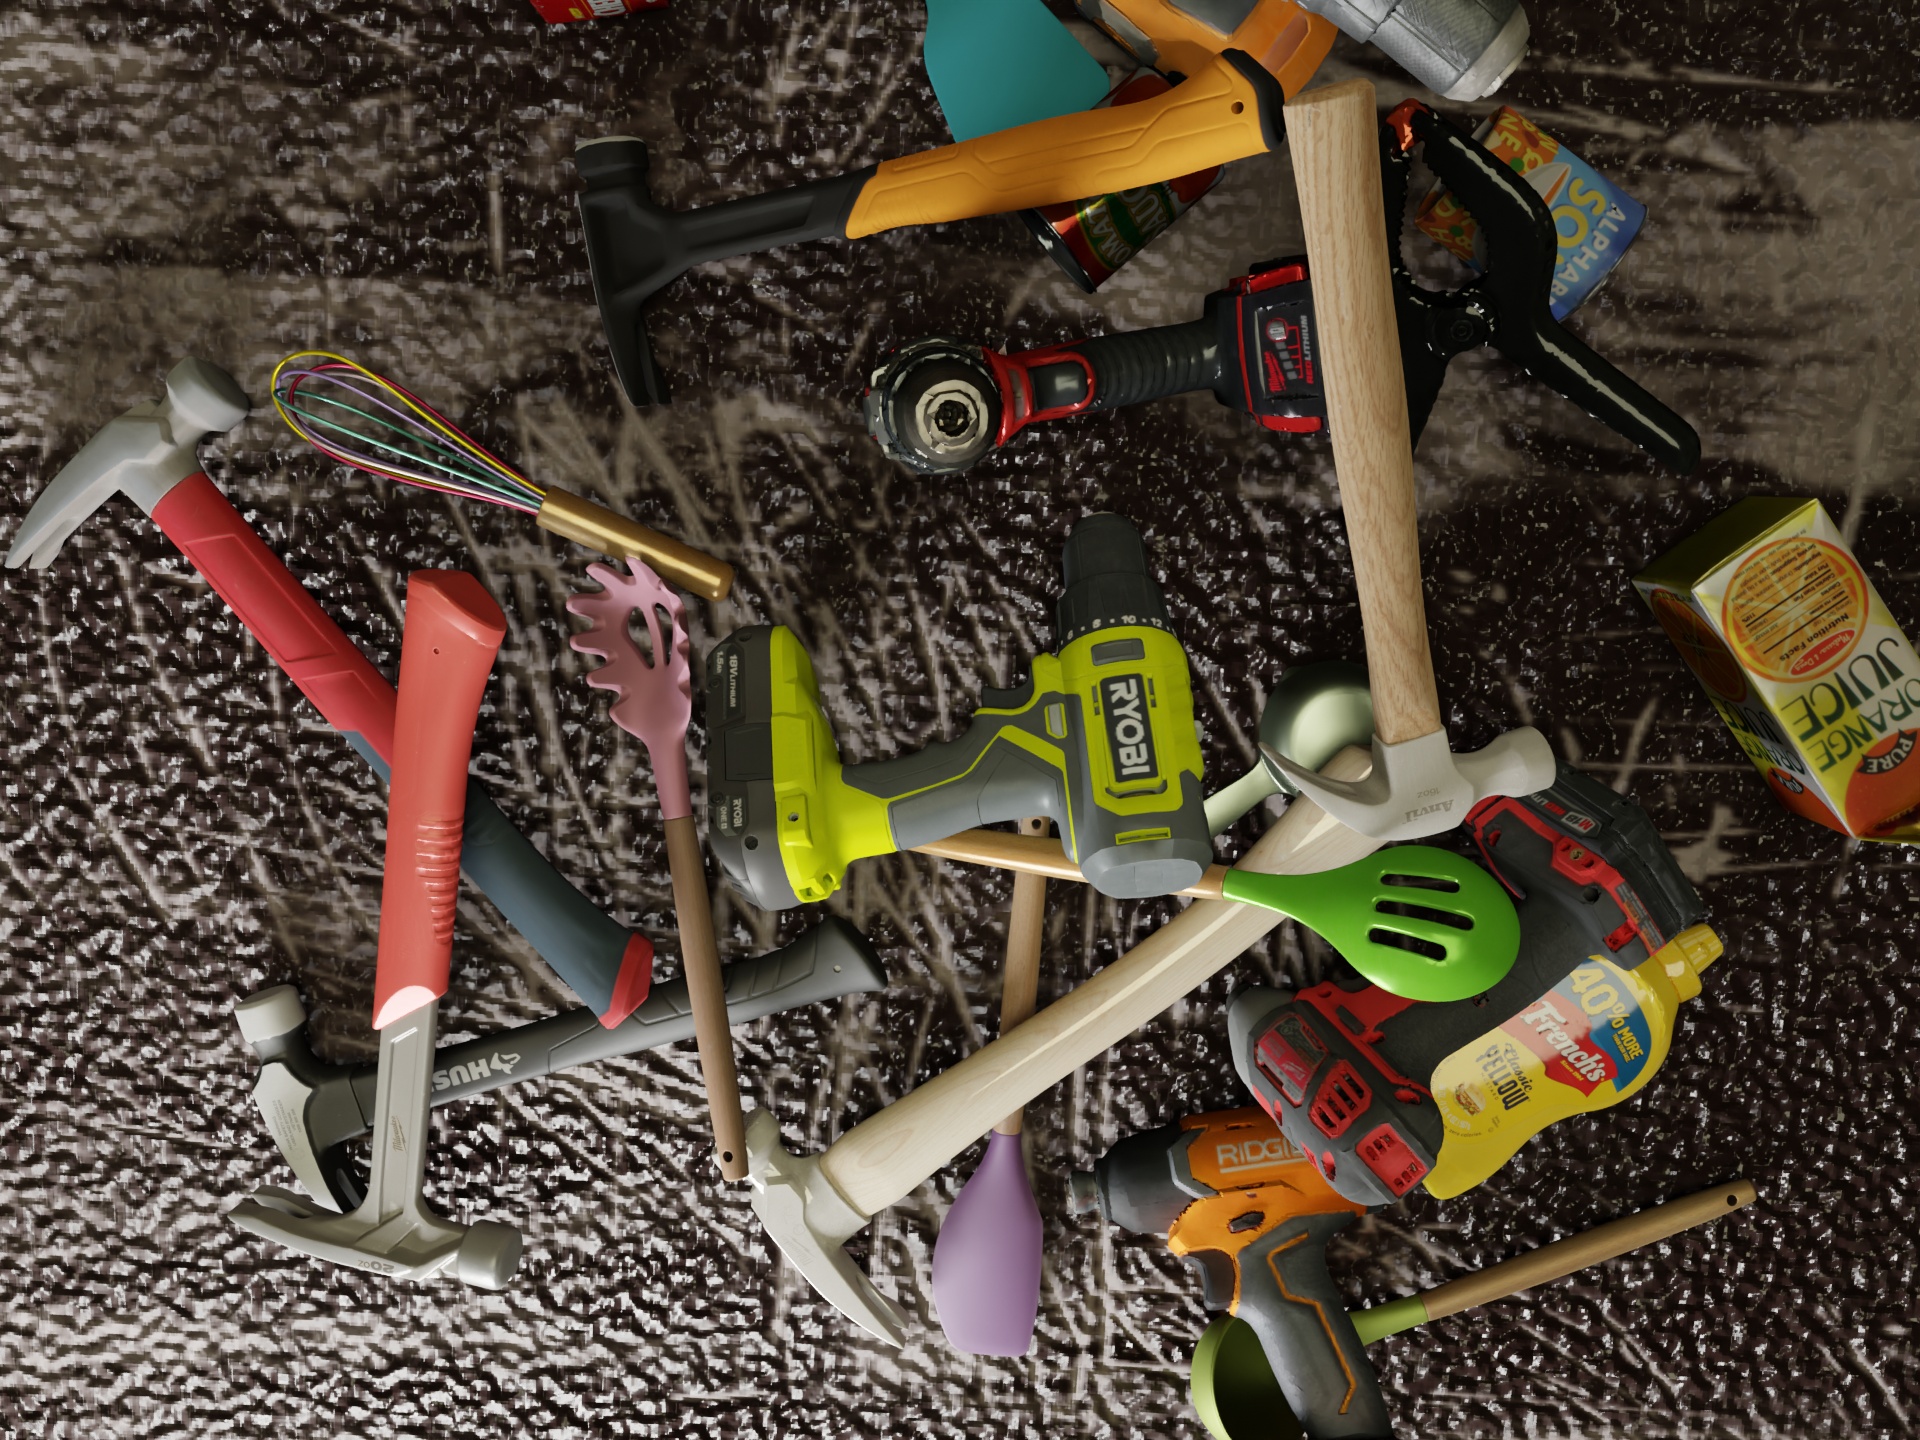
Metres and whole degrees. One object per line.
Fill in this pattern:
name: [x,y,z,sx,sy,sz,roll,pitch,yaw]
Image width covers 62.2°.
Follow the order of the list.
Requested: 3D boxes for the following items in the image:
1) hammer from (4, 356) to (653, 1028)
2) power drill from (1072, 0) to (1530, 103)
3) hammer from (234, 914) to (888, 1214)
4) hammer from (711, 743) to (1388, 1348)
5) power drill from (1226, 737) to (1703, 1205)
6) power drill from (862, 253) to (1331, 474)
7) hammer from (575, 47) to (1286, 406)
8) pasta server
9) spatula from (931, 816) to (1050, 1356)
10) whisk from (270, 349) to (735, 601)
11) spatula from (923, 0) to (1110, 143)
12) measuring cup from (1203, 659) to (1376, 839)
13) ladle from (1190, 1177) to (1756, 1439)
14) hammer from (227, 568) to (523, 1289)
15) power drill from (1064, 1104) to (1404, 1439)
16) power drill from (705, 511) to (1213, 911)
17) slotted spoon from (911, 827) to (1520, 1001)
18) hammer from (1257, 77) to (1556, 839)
hammer: [-0.302,0.010,0.795,0.143,0.038,0.386,-41,91,7]
power drill: [0.132,-0.310,0.662,0.185,0.226,0.084,37,98,-5]
hammer: [-0.201,0.172,0.838,0.335,0.035,0.146,-16,98,3]
hammer: [0.072,0.158,0.808,0.410,0.038,0.146,-38,96,11]
power drill: [0.230,0.117,0.772,0.219,0.143,0.078,-43,119,0]
power drill: [0.069,-0.154,0.710,0.226,0.188,0.080,-10,104,-2]
hammer: [-0.022,-0.229,0.714,0.337,0.034,0.127,-5,100,24]
pasta server: [-0.140,0.076,0.795,0.060,0.040,0.316,-9,91,17]
spatula: [0.025,0.193,0.847,0.060,0.018,0.316,6,100,1]
whisk: [-0.226,-0.119,0.790,0.245,0.051,0.047,24,93,-6]
spatula: [-0.055,-0.403,0.754,0.082,0.044,0.317,-38,92,6]
measuring cup: [0.156,0.035,0.809,0.167,0.038,0.083,-35,97,3]
ladle: [0.274,0.307,0.844,0.320,0.062,0.078,-20,89,1]
hammer: [-0.272,0.103,0.769,0.149,0.037,0.359,11,105,8]
power drill: [0.145,0.307,0.790,0.164,0.084,0.227,-8,62,1]
power drill: [-0.001,-0.002,0.766,0.228,0.080,0.191,-8,64,6]
slotted spoon: [0.102,0.076,0.760,0.314,0.031,0.070,7,71,26]
hammer: [0.175,-0.096,0.677,0.130,0.031,0.331,-17,114,-7]
